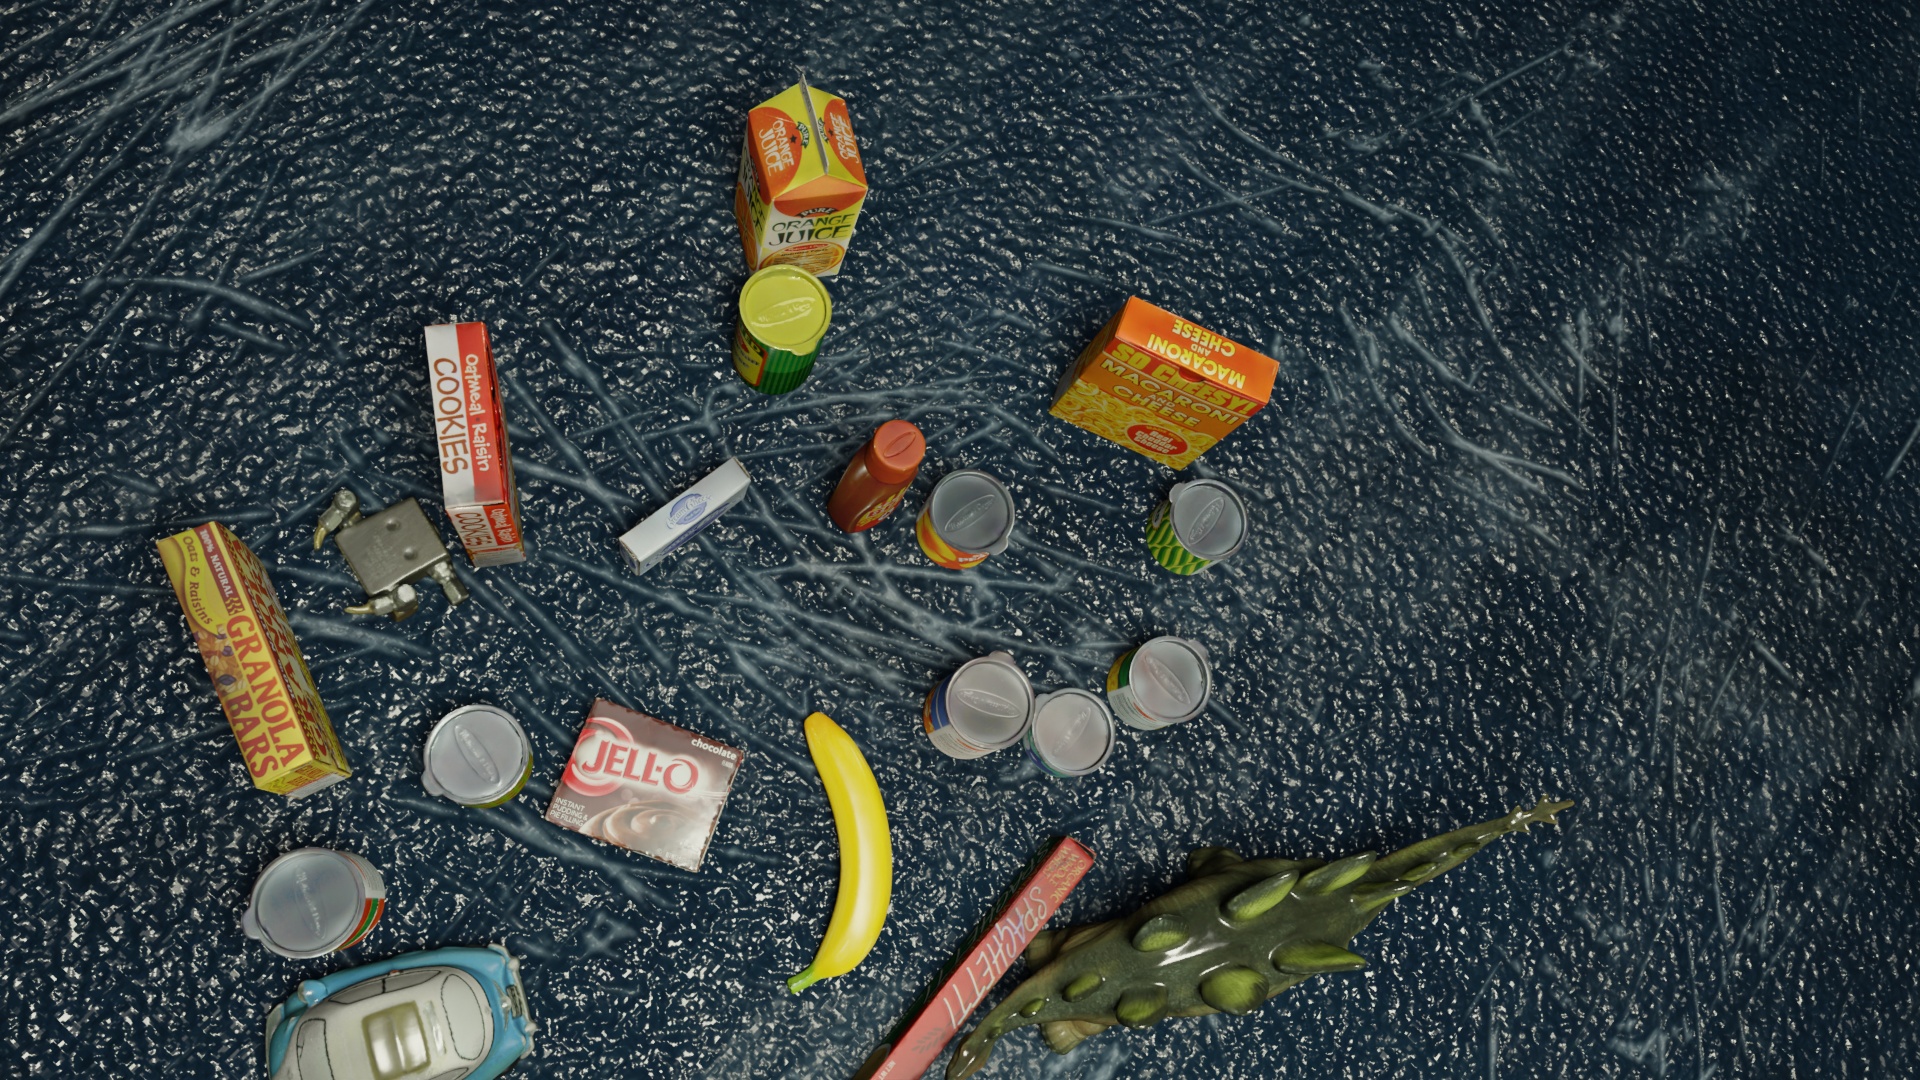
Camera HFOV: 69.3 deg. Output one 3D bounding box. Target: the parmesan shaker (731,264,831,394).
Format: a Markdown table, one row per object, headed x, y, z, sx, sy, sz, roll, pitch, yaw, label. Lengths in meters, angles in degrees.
| x | y | z | sx | sy | sz | roll | pitch | yaw | label |
| --- | --- | --- | --- | --- | --- | --- | --- | --- | --- |
| -0.136 | -0.153 | 1.045 | 0.071 | 0.102 | 0.071 | 3 | 75 | -13 | parmesan shaker |

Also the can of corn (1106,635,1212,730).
| x | y | z | sx | sy | sz | roll | pitch | yaw | label |
| --- | --- | --- | --- | --- | --- | --- | --- | --- | --- |
| 0.154 | 0.109 | 1.070 | 0.071 | 0.058 | 0.071 | 3 | 75 | -13 | can of corn |

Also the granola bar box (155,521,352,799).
| x | y | z | sx | sy | sz | roll | pitch | yaw | label |
| --- | --- | --- | --- | --- | --- | --- | --- | --- | --- |
| -0.452 | 0.080 | 0.896 | 0.039 | 0.124 | 0.165 | -24 | 83 | -18 | granola bar box |

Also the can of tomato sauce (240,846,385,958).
| x | y | z | sx | sy | sz | roll | pitch | yaw | label |
| --- | --- | --- | --- | --- | --- | --- | --- | --- | --- |
| -0.411 | 0.232 | 0.888 | 0.071 | 0.083 | 0.071 | 3 | 75 | -13 | can of tomato sauce |

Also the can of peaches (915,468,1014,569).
| x | y | z | sx | sy | sz | roll | pitch | yaw | label |
| --- | --- | --- | --- | --- | --- | --- | --- | --- | --- |
| 0.004 | -0.013 | 1.066 | 0.071 | 0.058 | 0.071 | 3 | 75 | -13 | can of peaches |

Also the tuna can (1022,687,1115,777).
| x | y | z | sx | sy | sz | roll | pitch | yaw | label |
| --- | --- | --- | --- | --- | --- | --- | --- | --- | --- |
| 0.080 | 0.145 | 1.056 | 0.071 | 0.032 | 0.071 | 3 | 75 | -13 | tuna can |

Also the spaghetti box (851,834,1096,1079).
| x | y | z | sx | sy | sz | roll | pitch | yaw | label |
| --- | --- | --- | --- | --- | --- | --- | --- | --- | --- |
| 0.005 | 0.311 | 0.986 | 0.028 | 0.050 | 0.251 | 43 | 70 | 0 | spaghetti box |

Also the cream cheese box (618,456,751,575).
| x | y | z | sx | sy | sz | roll | pitch | yaw | label |
| --- | --- | --- | --- | --- | --- | --- | --- | --- | --- |
| -0.202 | -0.017 | 1.020 | 0.104 | 0.053 | 0.024 | -39 | 88 | -19 | cream cheese box |

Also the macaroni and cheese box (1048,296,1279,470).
| x | y | z | sx | sy | sz | roll | pitch | yaw | label |
| --- | --- | --- | --- | --- | --- | --- | --- | --- | --- |
| 0.152 | -0.116 | 1.072 | 0.124 | 0.166 | 0.040 | 23 | 72 | -7 | macaroni and cheese box |

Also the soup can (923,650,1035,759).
| x | y | z | sx | sy | sz | roll | pitch | yaw | label |
| --- | --- | --- | --- | --- | --- | --- | --- | --- | --- |
| 0.013 | 0.122 | 1.019 | 0.071 | 0.083 | 0.071 | 3 | 75 | -13 | soup can |

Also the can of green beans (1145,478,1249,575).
| x | y | z | sx | sy | sz | roll | pitch | yaw | label |
| --- | --- | --- | --- | --- | --- | --- | --- | --- | --- |
| 0.188 | -0.010 | 1.110 | 0.071 | 0.057 | 0.071 | 3 | 75 | -13 | can of green beans |

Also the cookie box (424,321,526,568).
| x | y | z | sx | sy | sz | roll | pitch | yaw | label |
| --- | --- | --- | --- | --- | --- | --- | --- | --- | --- |
| -0.326 | -0.060 | 0.941 | 0.040 | 0.167 | 0.123 | -8 | 78 | -15 | cookie box |

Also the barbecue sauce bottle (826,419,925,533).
| x | y | z | sx | sy | sz | roll | pitch | yaw | label |
| --- | --- | --- | --- | --- | --- | --- | --- | --- | --- |
| -0.058 | -0.048 | 1.012 | 0.065 | 0.148 | 0.043 | -38 | 87 | -19 | barbecue sauce bottle |

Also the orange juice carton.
| x | y | z | sx | sy | sz | roll | pitch | yaw | label |
| --- | --- | --- | --- | --- | --- | --- | --- | --- | --- |
| -0.119 | -0.263 | 1.030 | 0.073 | 0.192 | 0.072 | -12 | 79 | -16 | orange juice carton |

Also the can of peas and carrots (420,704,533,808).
| x | y | z | sx | sy | sz | roll | pitch | yaw | label |
| --- | --- | --- | --- | --- | --- | --- | --- | --- | --- |
| -0.328 | 0.149 | 0.943 | 0.071 | 0.058 | 0.071 | 3 | 75 | -13 | can of peas and carrots |
